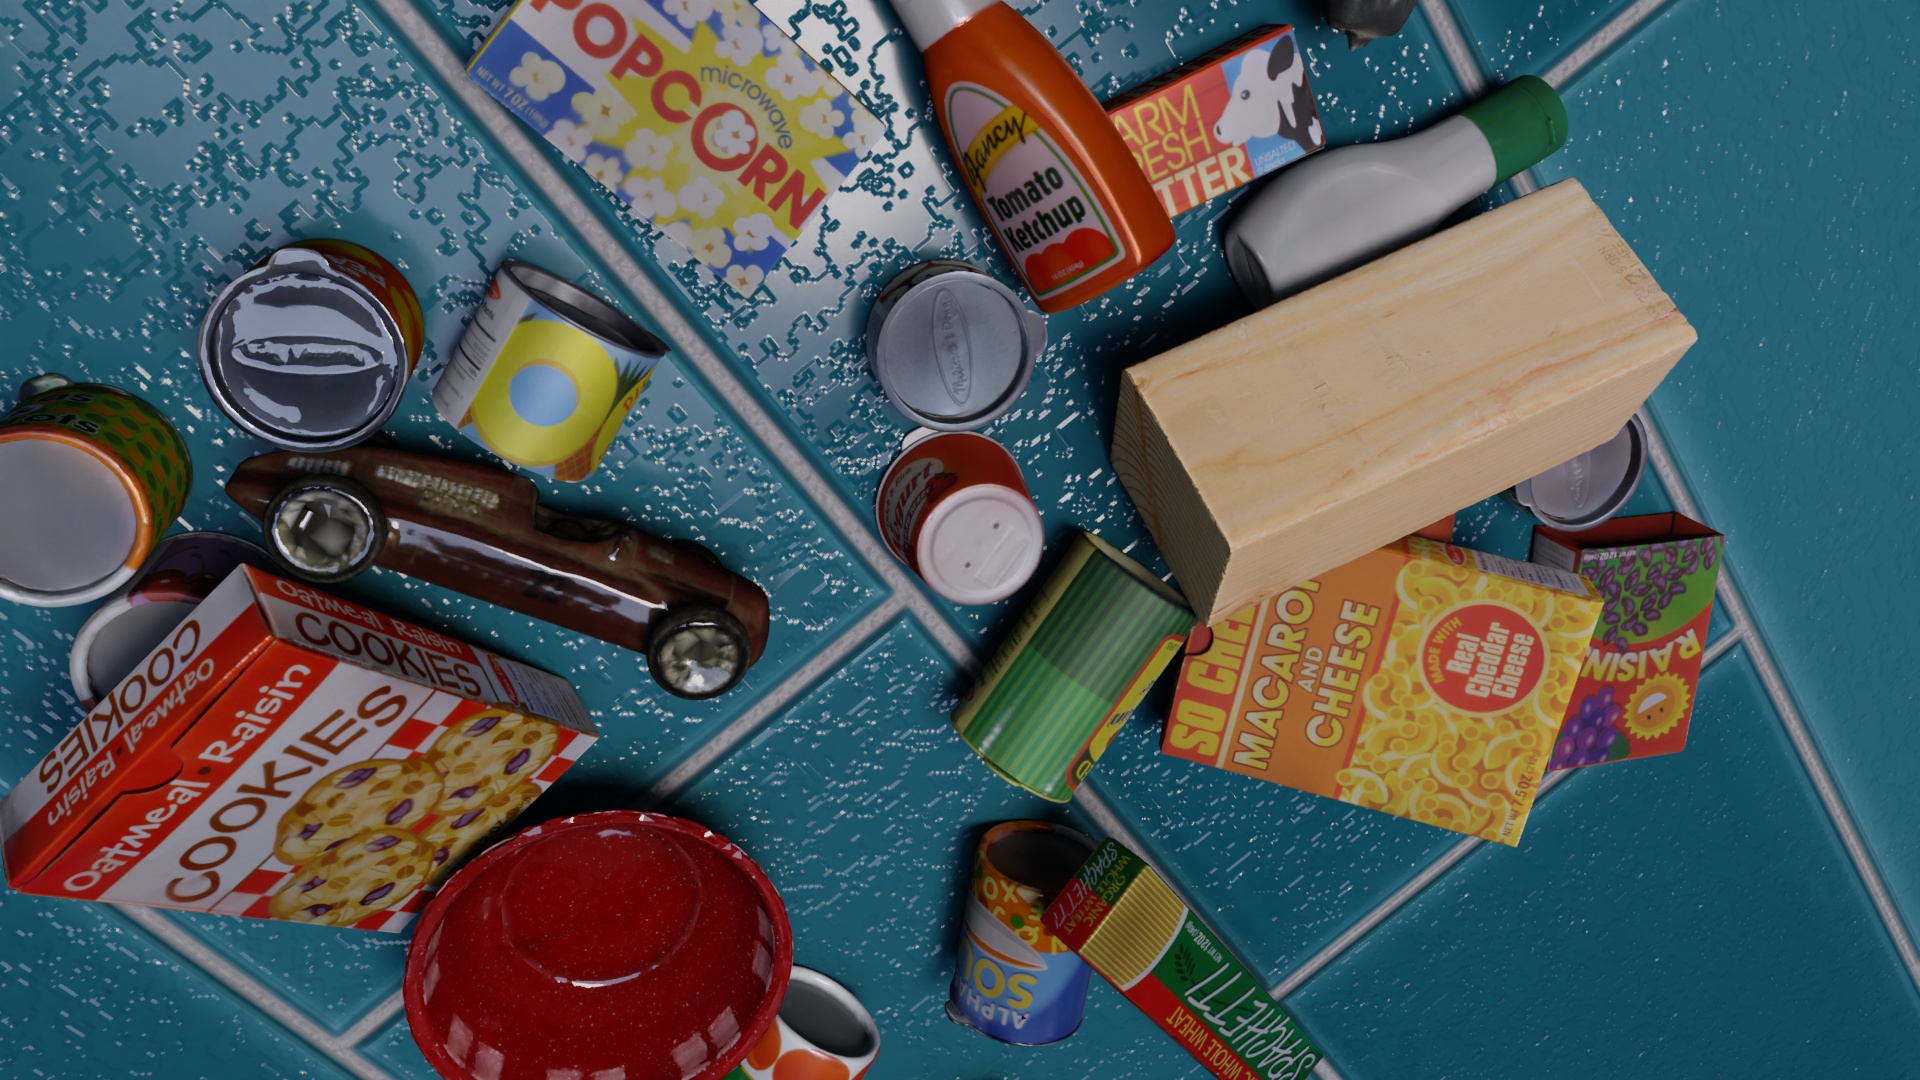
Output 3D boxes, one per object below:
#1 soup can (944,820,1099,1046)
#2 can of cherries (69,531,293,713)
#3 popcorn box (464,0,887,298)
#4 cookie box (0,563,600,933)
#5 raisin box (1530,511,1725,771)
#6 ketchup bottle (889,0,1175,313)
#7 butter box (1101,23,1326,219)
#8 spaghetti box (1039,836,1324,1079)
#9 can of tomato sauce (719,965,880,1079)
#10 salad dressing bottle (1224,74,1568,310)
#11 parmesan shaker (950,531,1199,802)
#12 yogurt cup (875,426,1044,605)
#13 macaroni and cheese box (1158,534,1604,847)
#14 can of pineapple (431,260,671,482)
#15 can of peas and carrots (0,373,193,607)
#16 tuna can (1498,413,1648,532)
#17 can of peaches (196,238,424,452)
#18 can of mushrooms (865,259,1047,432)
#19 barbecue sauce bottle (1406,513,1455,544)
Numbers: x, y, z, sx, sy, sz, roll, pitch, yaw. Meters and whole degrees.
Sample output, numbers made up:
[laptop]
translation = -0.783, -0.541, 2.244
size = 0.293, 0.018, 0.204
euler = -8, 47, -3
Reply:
[soup can]
translation = 0.031, 0.187, 0.663
size = 0.071, 0.071, 0.083
euler = 3, 109, -17
[can of cherries]
translation = -0.287, 0.038, 0.523
size = 0.071, 0.058, 0.071
euler = -5, 112, -13
[popcorn box]
translation = -0.102, -0.162, 0.509
size = 0.126, 0.038, 0.085
euler = 38, 97, -25
[cookie box]
translation = -0.236, 0.086, 0.519
size = 0.123, 0.040, 0.167
euler = -44, 149, 4
[raisin box]
translation = 0.333, 0.052, 0.712
size = 0.086, 0.040, 0.123
euler = -6, 111, -14
[ketchup bottle]
translation = 0.020, -0.162, 0.529
size = 0.044, 0.064, 0.148
euler = -44, 107, -40
[butter box]
translation = 0.095, -0.166, 0.570
size = 0.103, 0.024, 0.053
euler = -26, 115, -4
[spaghetti box]
translation = 0.117, 0.223, 0.684
size = 0.050, 0.029, 0.249
euler = -49, 132, -10
[can of tomato sauce]
translation = -0.084, 0.256, 0.658
size = 0.071, 0.071, 0.083
euler = 27, 101, -23
[salad dressing bottle]
translation = 0.186, -0.148, 0.592
size = 0.148, 0.044, 0.064
euler = -29, 122, -4
[parmesan shaker]
translation = 0.051, 0.056, 0.617
size = 0.071, 0.071, 0.103
euler = 31, 100, -24
[yogurt cup]
translation = 0.002, -0.007, 0.589
size = 0.072, 0.054, 0.072
euler = -6, 113, -14
[macaroni and cheese box]
translation = 0.186, 0.057, 0.634
size = 0.166, 0.040, 0.123
euler = 14, 108, 8
[can of pineapple]
translation = -0.152, -0.062, 0.518
size = 0.071, 0.071, 0.057
euler = 28, 101, -23
[can of peas and carrots]
translation = -0.317, -0.019, 0.493
size = 0.071, 0.059, 0.070
euler = -6, 112, -14
[tuna can]
translation = 0.289, -0.039, 0.668
size = 0.071, 0.033, 0.070
euler = -5, 112, -14
[can of peaches]
translation = -0.229, -0.074, 0.497
size = 0.071, 0.058, 0.071
euler = -5, 111, -13
[can of mushrooms]
translation = -0.002, -0.081, 0.571
size = 0.071, 0.033, 0.070
euler = -5, 111, -13
[barbecue sauce bottle]
translation = 0.212, 0.043, 0.672
size = 0.065, 0.044, 0.148
euler = -2, 111, -8
